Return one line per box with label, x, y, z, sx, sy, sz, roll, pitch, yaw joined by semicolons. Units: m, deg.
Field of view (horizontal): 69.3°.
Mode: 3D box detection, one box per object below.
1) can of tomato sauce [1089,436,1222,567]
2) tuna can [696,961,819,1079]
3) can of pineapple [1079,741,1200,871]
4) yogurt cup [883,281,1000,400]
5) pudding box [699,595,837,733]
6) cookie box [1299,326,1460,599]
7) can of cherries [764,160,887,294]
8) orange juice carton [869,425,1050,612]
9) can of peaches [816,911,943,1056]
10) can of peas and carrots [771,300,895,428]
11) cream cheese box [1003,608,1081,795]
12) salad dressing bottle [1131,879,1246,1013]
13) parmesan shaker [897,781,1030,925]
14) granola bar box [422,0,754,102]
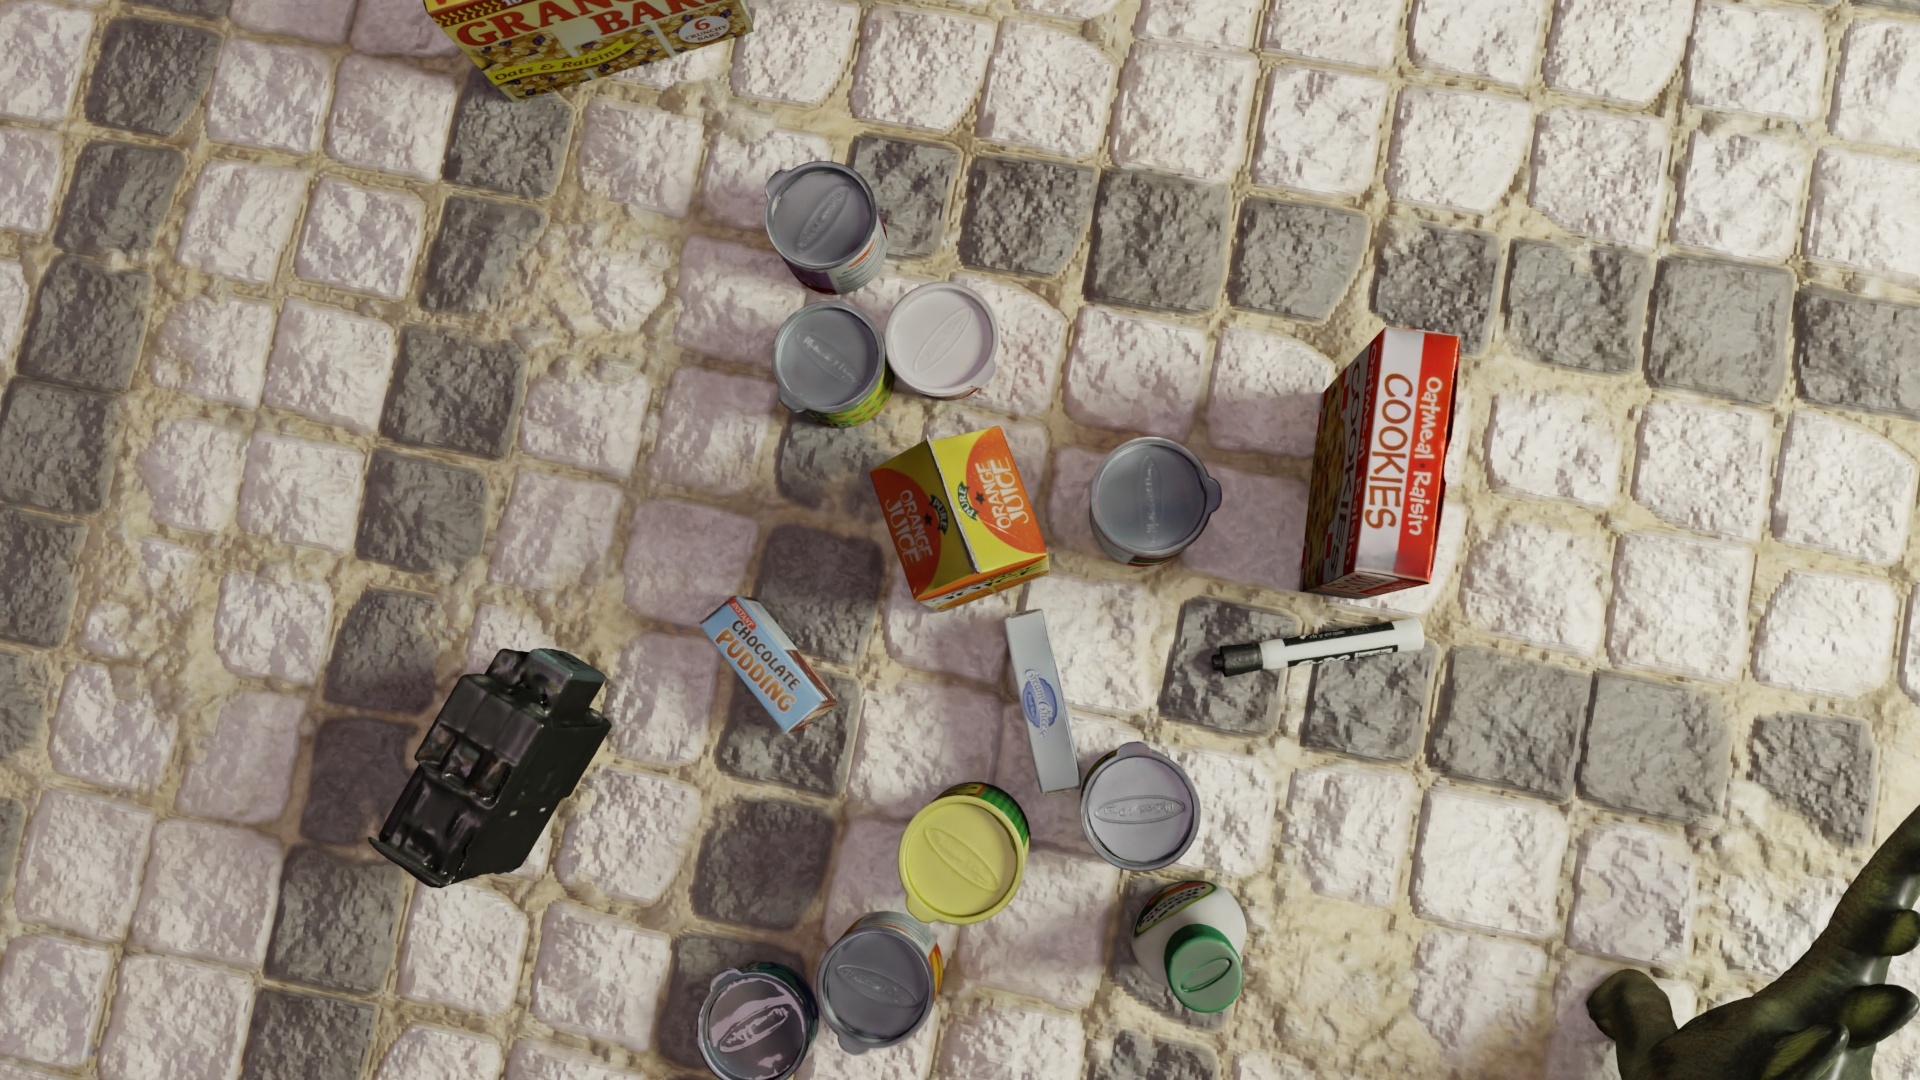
can of tomato sauce;0.109;-0.020;0.794;0.071;0.083;0.071;0;84;4
tuna can;-0.118;0.278;0.805;0.071;0.033;0.071;0;84;4
can of pineapple;0.101;0.149;0.790;0.071;0.058;0.071;0;84;4
yogurt cup;-0.009;-0.115;0.827;0.072;0.054;0.072;0;84;4
pudding box;-0.112;0.072;0.817;0.030;0.049;0.084;-40;83;0
cookie box;0.221;-0.034;0.745;0.040;0.167;0.123;8;85;5
can of cherries;-0.081;-0.189;0.838;0.071;0.058;0.071;0;84;4
orange juice carton;0.003;-0.009;0.746;0.073;0.192;0.072;-19;84;2
can of peaches;-0.046;0.250;0.790;0.071;0.058;0.071;0;84;4
can of peas and carrots;-0.076;-0.101;0.828;0.071;0.058;0.071;0;84;4
cream cheese box;0.048;0.092;0.802;0.024;0.053;0.104;-12;83;3
salad dressing bottle;0.124;0.215;0.736;0.064;0.147;0.044;-29;83;1
parmesan shaker;0.002;0.173;0.772;0.071;0.103;0.071;0;84;4
granola bar box;-0.218;-0.324;0.829;0.165;0.124;0.039;-16;84;3
